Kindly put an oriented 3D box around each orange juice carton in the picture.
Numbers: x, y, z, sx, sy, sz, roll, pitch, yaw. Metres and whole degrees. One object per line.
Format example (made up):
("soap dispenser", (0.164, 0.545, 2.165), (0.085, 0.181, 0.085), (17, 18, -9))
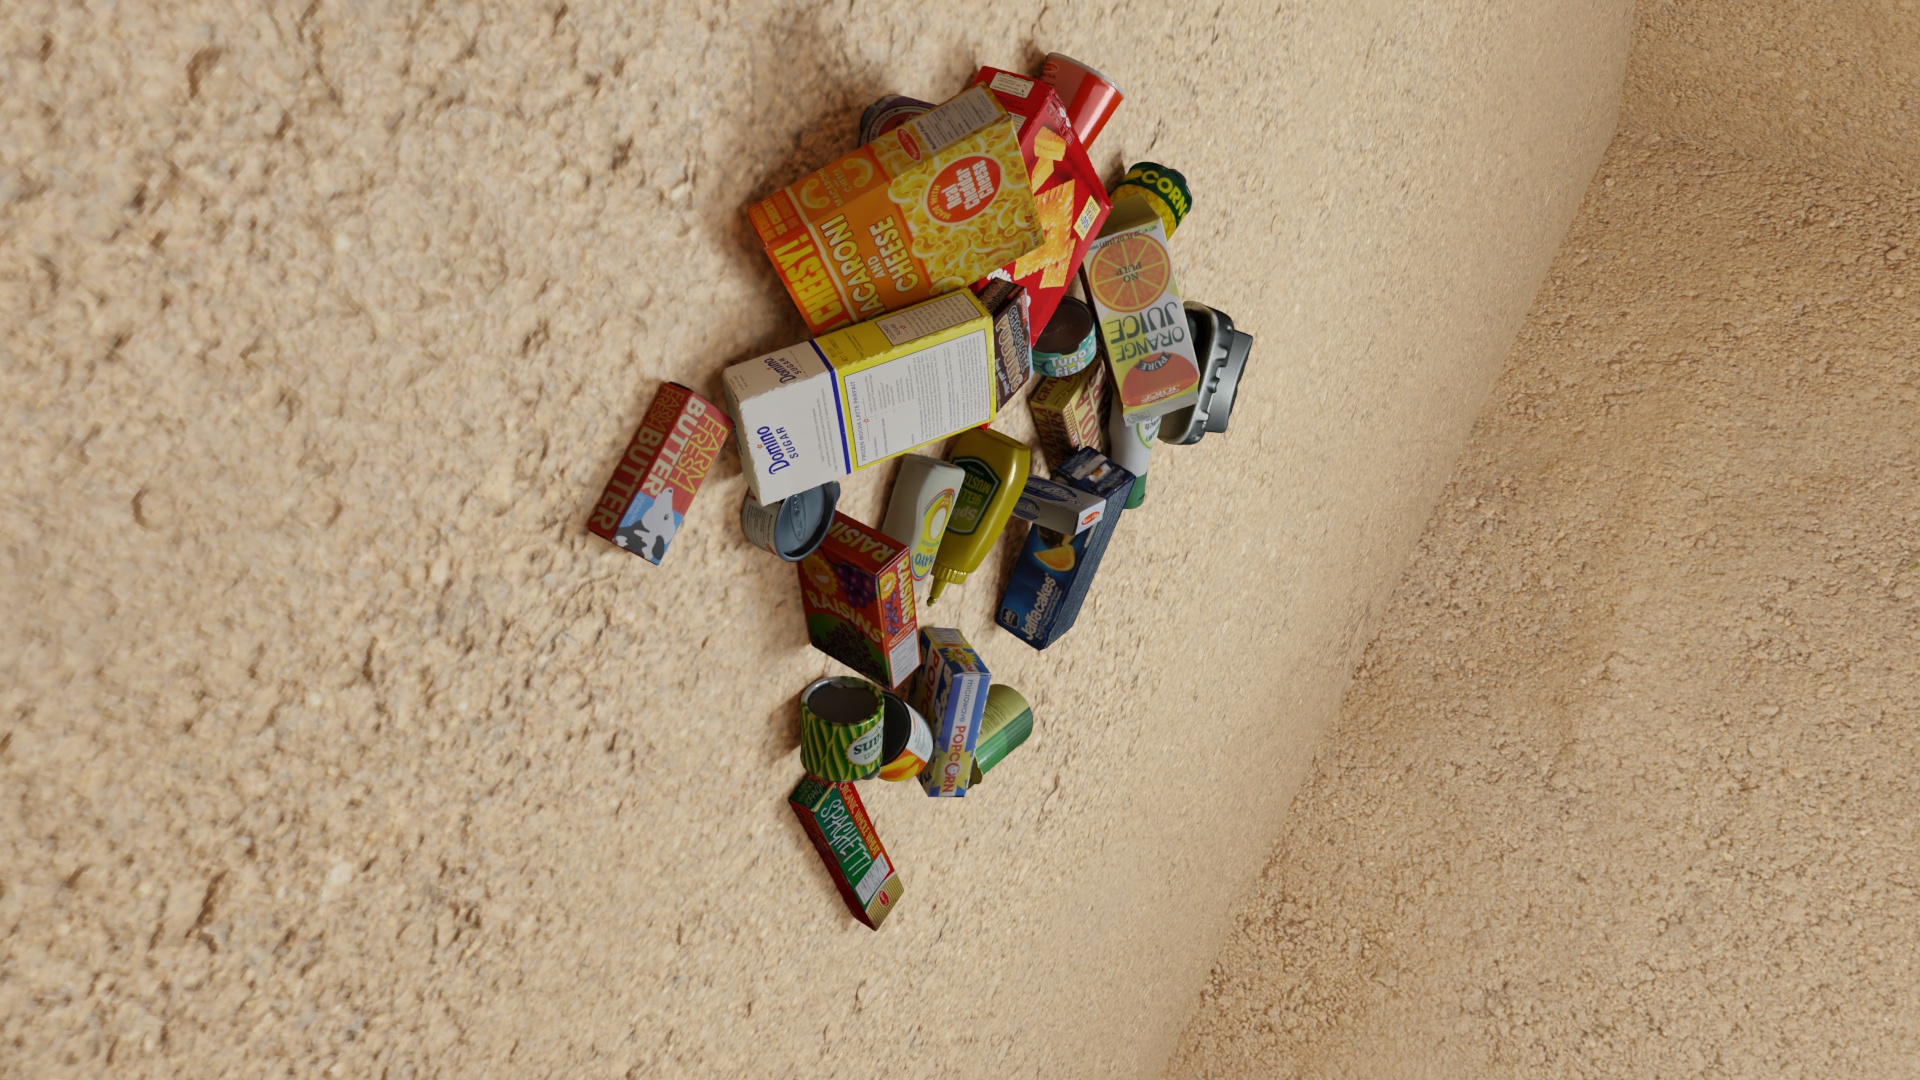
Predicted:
("orange juice carton", (0.153, -0.191, 1.198), (0.073, 0.072, 0.191), (-102, 173, -60))

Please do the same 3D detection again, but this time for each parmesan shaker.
("parmesan shaker", (0.019, 0.190, 1.335), (0.103, 0.071, 0.071), (-30, 135, -50))

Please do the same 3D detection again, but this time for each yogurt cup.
("yogurt cup", (0.085, -0.333, 1.064), (0.054, 0.072, 0.072), (-62, 154, 9))

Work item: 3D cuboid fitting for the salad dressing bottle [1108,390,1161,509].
("salad dressing bottle", (0.164, -0.100, 1.318), (0.064, 0.044, 0.146), (-40, 143, -44))

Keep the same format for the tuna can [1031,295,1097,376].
("tuna can", (0.083, -0.171, 1.176), (0.071, 0.071, 0.032), (-54, 151, -24))

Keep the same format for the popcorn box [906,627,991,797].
("popcorn box", (-0.015, 0.151, 1.225), (0.038, 0.085, 0.126), (1, 114, -24))

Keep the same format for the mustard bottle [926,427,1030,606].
("mustard bottle", (0.004, -0.015, 1.163), (0.049, 0.065, 0.160), (-1, 115, -65))

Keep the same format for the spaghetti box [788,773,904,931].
("spaghetti box", (-0.097, 0.274, 1.235), (0.050, 0.029, 0.248), (-52, 150, -26))

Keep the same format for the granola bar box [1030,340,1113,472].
("granola bar box", (0.125, -0.125, 1.323), (0.124, 0.039, 0.165), (-56, 151, -21))

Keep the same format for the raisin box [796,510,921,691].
("raisin box", (-0.077, 0.043, 1.032), (0.040, 0.086, 0.122), (-40, 143, -34))

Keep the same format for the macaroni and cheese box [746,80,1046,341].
("macaroni and cheese box", (-0.037, -0.199, 0.880), (0.166, 0.040, 0.123), (-28, 150, -1))

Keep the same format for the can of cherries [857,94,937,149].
("can of cherries", (-0.027, -0.258, 0.922), (0.072, 0.058, 0.071), (-42, 144, -40))

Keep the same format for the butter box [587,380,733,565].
("butter box", (-0.182, -0.041, 0.847), (0.103, 0.024, 0.053), (-63, 153, -7))

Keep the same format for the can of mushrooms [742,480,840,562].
("can of mushrooms", (-0.117, -0.022, 0.967), (0.071, 0.033, 0.070), (-40, 142, -41))

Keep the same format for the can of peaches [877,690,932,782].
("can of peaches", (-0.065, 0.167, 1.176), (0.071, 0.071, 0.058), (-61, 153, -11))

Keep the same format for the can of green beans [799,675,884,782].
("can of green beans", (-0.094, 0.149, 1.104), (0.071, 0.071, 0.057), (-35, 139, -46))

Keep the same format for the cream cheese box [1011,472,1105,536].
("cream cheese box", (0.070, -0.035, 1.219), (0.053, 0.104, 0.024), (-25, 130, -54))

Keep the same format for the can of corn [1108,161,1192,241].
("can of corn", (0.164, -0.292, 1.231), (0.058, 0.071, 0.071), (-55, 151, -21))

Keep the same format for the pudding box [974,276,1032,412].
("pudding box", (0.025, -0.139, 0.985), (0.050, 0.030, 0.083), (-49, 149, -31))

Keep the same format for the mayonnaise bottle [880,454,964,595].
("mayonnaise bottle", (-0.042, 0.006, 1.116), (0.065, 0.041, 0.147), (2, 108, -63))
